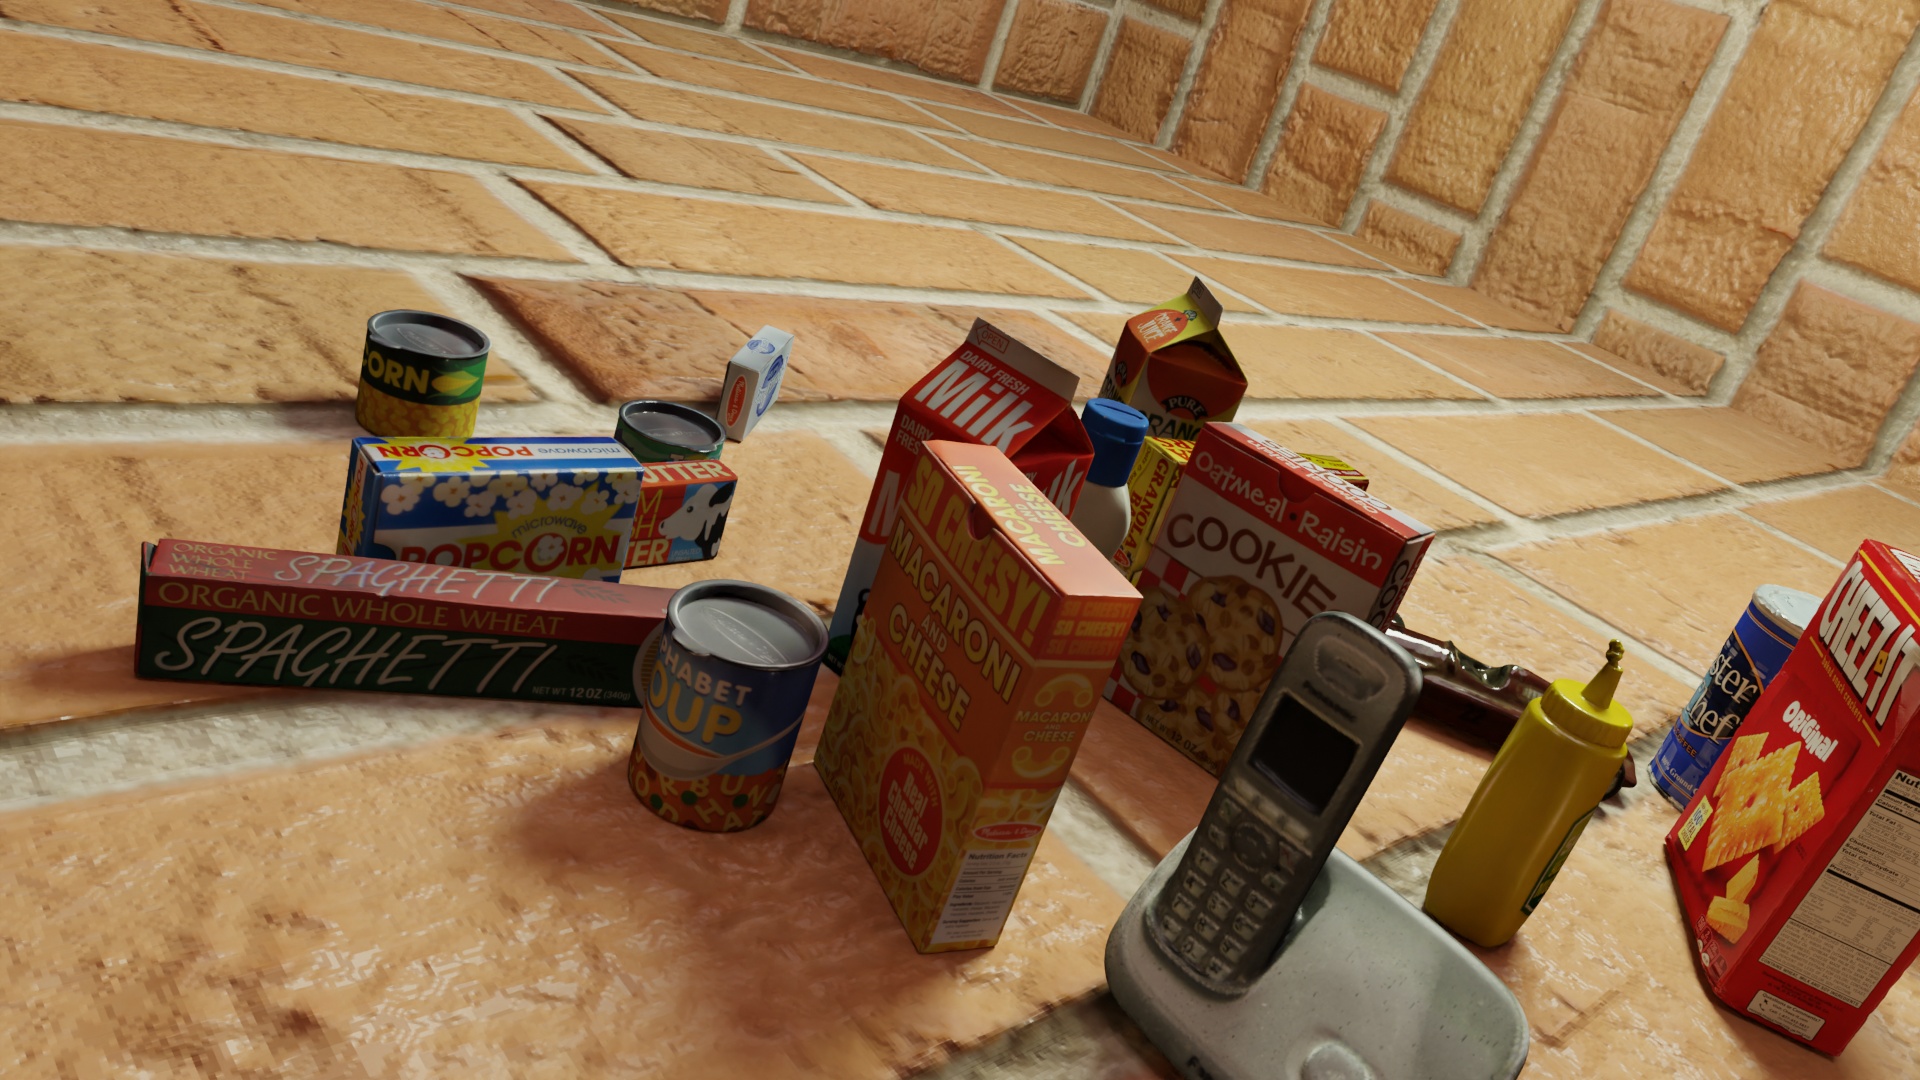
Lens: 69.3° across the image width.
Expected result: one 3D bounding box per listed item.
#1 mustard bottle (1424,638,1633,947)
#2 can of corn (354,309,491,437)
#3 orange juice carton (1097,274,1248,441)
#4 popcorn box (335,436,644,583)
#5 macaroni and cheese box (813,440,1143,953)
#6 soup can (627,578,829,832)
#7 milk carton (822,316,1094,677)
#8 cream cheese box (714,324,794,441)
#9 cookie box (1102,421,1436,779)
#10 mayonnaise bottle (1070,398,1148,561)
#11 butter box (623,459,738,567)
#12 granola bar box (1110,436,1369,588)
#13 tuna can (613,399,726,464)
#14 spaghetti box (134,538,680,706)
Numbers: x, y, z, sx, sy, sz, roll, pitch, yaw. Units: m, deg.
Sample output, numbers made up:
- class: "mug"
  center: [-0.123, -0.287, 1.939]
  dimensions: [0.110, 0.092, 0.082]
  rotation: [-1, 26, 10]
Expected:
- class: "mustard bottle"
  center: [0.275, 0.117, 0.657]
  dimensions: [0.049, 0.159, 0.065]
  rotation: [33, 27, 29]
- class: "can of corn"
  center: [-0.309, -0.092, 0.794]
  dimensions: [0.071, 0.058, 0.071]
  rotation: [16, 24, -7]
- class: "orange juice carton"
  center: [0.132, -0.078, 0.931]
  dimensions: [0.073, 0.191, 0.072]
  rotation: [14, 24, -12]
- class: "popcorn box"
  center: [-0.215, -0.003, 0.638]
  dimensions: [0.127, 0.085, 0.038]
  rotation: [-4, 32, -42]
- class: "macaroni and cheese box"
  center: [-0.001, 0.061, 0.562]
  dimensions: [0.040, 0.165, 0.124]
  rotation: [4, 27, -31]
- class: "soup can"
  center: [-0.099, 0.068, 0.574]
  dimensions: [0.071, 0.083, 0.071]
  rotation: [16, 23, -7]
- class: "milk carton"
  center: [0.002, -0.009, 0.684]
  dimensions: [0.072, 0.189, 0.074]
  rotation: [35, 28, 32]
- class: "cream cheese box"
  center: [-0.144, -0.111, 0.966]
  dimensions: [0.024, 0.053, 0.104]
  rotation: [19, 23, -1]
- class: "cookie box"
  center: [0.153, 0.039, 0.724]
  dimensions: [0.123, 0.166, 0.040]
  rotation: [34, 27, 31]
- class: "mayonnaise bottle"
  center: [0.063, -0.006, 0.778]
  dimensions: [0.065, 0.147, 0.041]
  rotation: [17, 23, -6]
- class: "butter box"
  center: [-0.170, -0.013, 0.735]
  dimensions: [0.104, 0.053, 0.024]
  rotation: [-7, 34, -45]
- class: "granola bar box"
  center: [0.164, 0.003, 0.863]
  dimensions: [0.166, 0.123, 0.039]
  rotation: [3, 28, -34]
- class: "tuna can"
  center: [-0.178, -0.057, 0.849]
  dimensions: [0.071, 0.032, 0.071]
  rotation: [16, 24, -7]
- class: "spaghetti box"
  center: [-0.210, 0.040, 0.594]
  dimensions: [0.250, 0.050, 0.029]
  rotation: [7, 26, -26]
